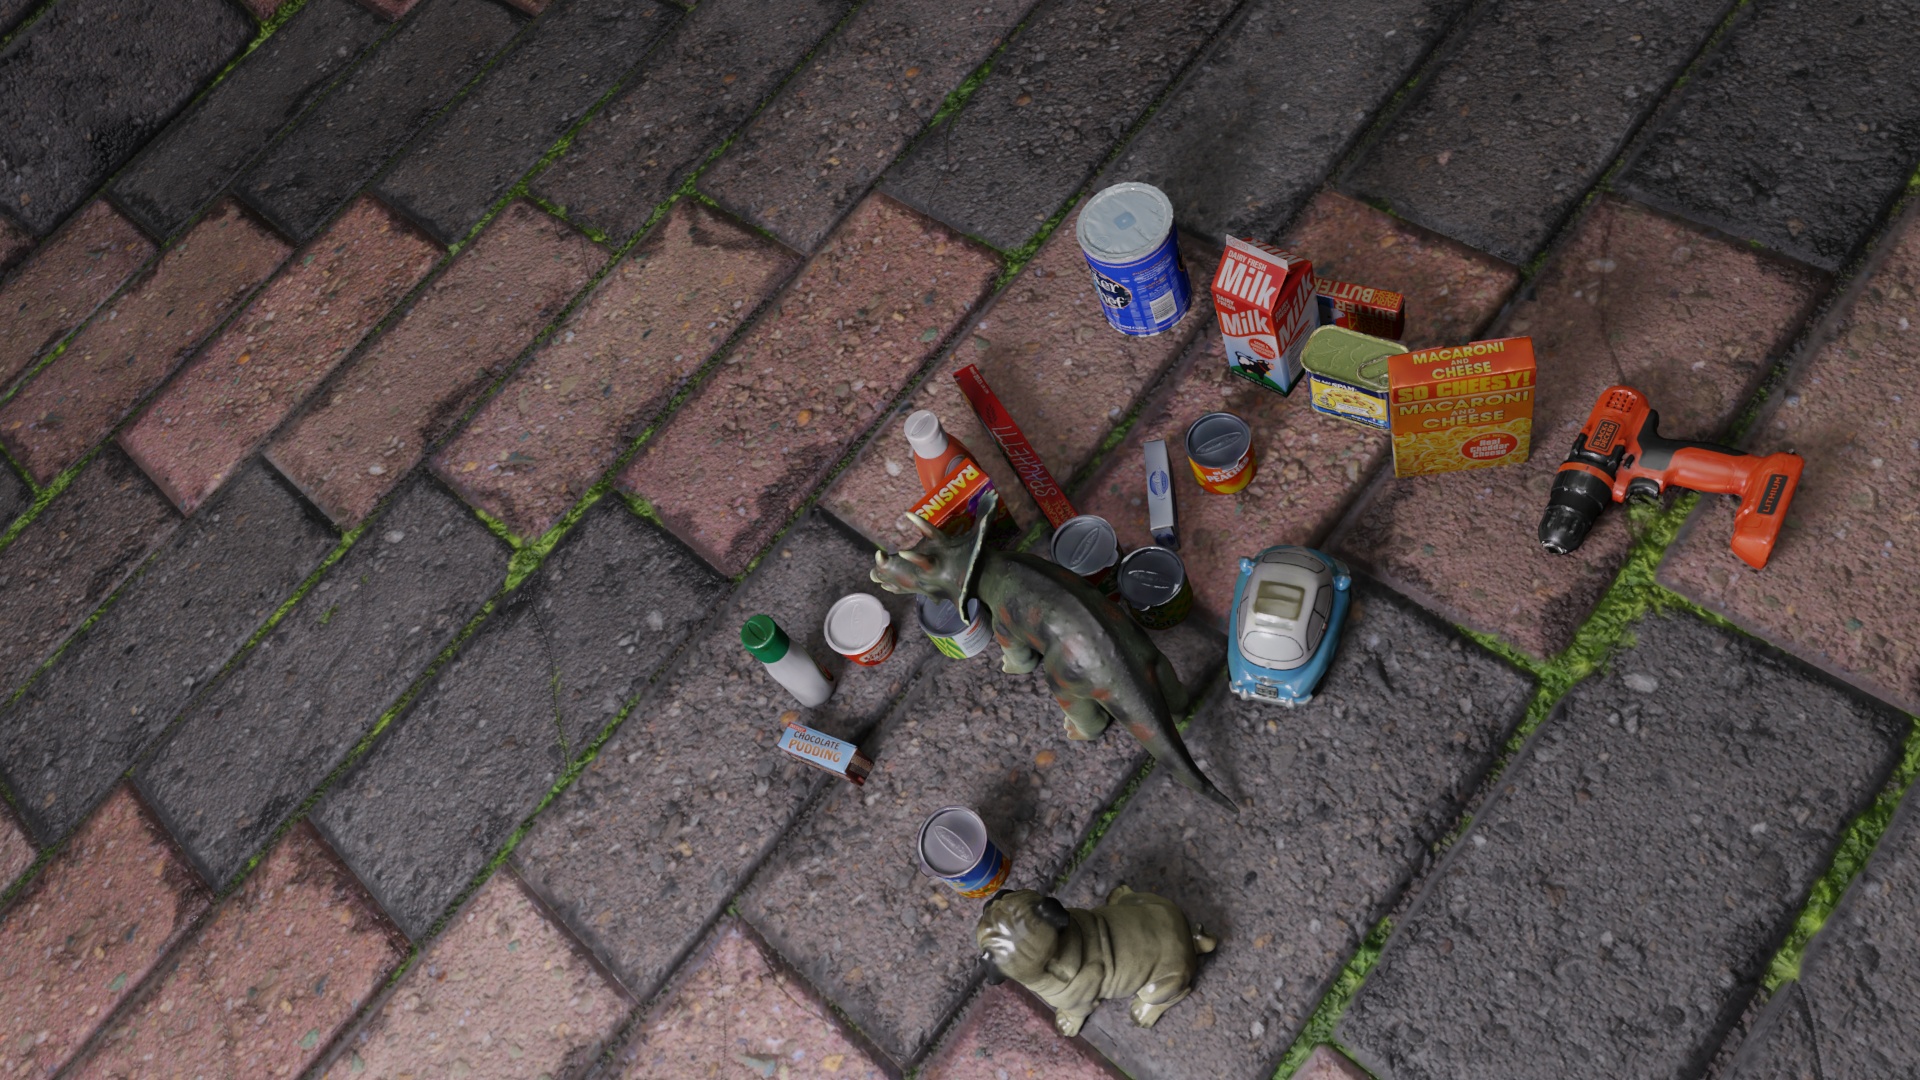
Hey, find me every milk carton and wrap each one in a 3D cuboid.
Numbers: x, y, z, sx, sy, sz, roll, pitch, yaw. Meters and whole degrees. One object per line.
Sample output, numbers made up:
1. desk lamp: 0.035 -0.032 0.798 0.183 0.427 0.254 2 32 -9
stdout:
1. milk carton: 0.307 -0.233 1.389 0.072 0.190 0.073 32 77 30

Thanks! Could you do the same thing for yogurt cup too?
1. yogurt cup: -0.100 0.095 1.429 0.072 0.053 0.073 -8 61 15

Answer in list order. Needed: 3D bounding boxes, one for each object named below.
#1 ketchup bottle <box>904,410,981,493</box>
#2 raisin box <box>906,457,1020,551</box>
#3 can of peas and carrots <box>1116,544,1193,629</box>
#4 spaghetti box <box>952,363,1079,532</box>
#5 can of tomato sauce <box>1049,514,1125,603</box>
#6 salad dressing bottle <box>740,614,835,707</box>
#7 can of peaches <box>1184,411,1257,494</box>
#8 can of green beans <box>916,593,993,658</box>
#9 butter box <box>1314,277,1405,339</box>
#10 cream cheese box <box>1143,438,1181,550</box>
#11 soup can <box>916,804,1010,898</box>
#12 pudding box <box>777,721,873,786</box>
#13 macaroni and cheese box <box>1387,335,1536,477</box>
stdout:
1. ketchup bottle: -0.019 -0.082 1.442 0.043 0.148 0.065 30 76 30
2. raisin box: 0.005 -0.018 1.414 0.086 0.123 0.040 -42 58 -6
3. can of peas and carrots: 0.190 0.048 1.353 0.071 0.058 0.071 -8 61 15
4. spaghetti box: 0.064 -0.089 1.476 0.029 0.050 0.251 -32 57 0
5. can of tomato sauce: 0.132 0.023 1.372 0.071 0.083 0.071 -8 61 15
6. salad dressing bottle: -0.172 0.120 1.385 0.044 0.147 0.064 -45 58 -8
7. can of peaches: 0.264 -0.086 1.401 0.071 0.058 0.071 -8 61 15
8. can of green beans: -0.005 0.079 1.403 0.071 0.057 0.071 -8 61 15
9. butter box: 0.408 -0.241 1.440 0.103 0.053 0.024 17 70 26
10. cream cheese box: 0.204 -0.045 1.402 0.024 0.053 0.104 -9 60 15
11. soup can: 0.002 0.288 1.272 0.071 0.083 0.071 -8 61 15
12. pudding box: -0.134 0.211 1.380 0.084 0.049 0.030 17 70 26
13. macaroni and cheese box: 0.463 -0.121 1.289 0.123 0.166 0.040 -7 61 15
